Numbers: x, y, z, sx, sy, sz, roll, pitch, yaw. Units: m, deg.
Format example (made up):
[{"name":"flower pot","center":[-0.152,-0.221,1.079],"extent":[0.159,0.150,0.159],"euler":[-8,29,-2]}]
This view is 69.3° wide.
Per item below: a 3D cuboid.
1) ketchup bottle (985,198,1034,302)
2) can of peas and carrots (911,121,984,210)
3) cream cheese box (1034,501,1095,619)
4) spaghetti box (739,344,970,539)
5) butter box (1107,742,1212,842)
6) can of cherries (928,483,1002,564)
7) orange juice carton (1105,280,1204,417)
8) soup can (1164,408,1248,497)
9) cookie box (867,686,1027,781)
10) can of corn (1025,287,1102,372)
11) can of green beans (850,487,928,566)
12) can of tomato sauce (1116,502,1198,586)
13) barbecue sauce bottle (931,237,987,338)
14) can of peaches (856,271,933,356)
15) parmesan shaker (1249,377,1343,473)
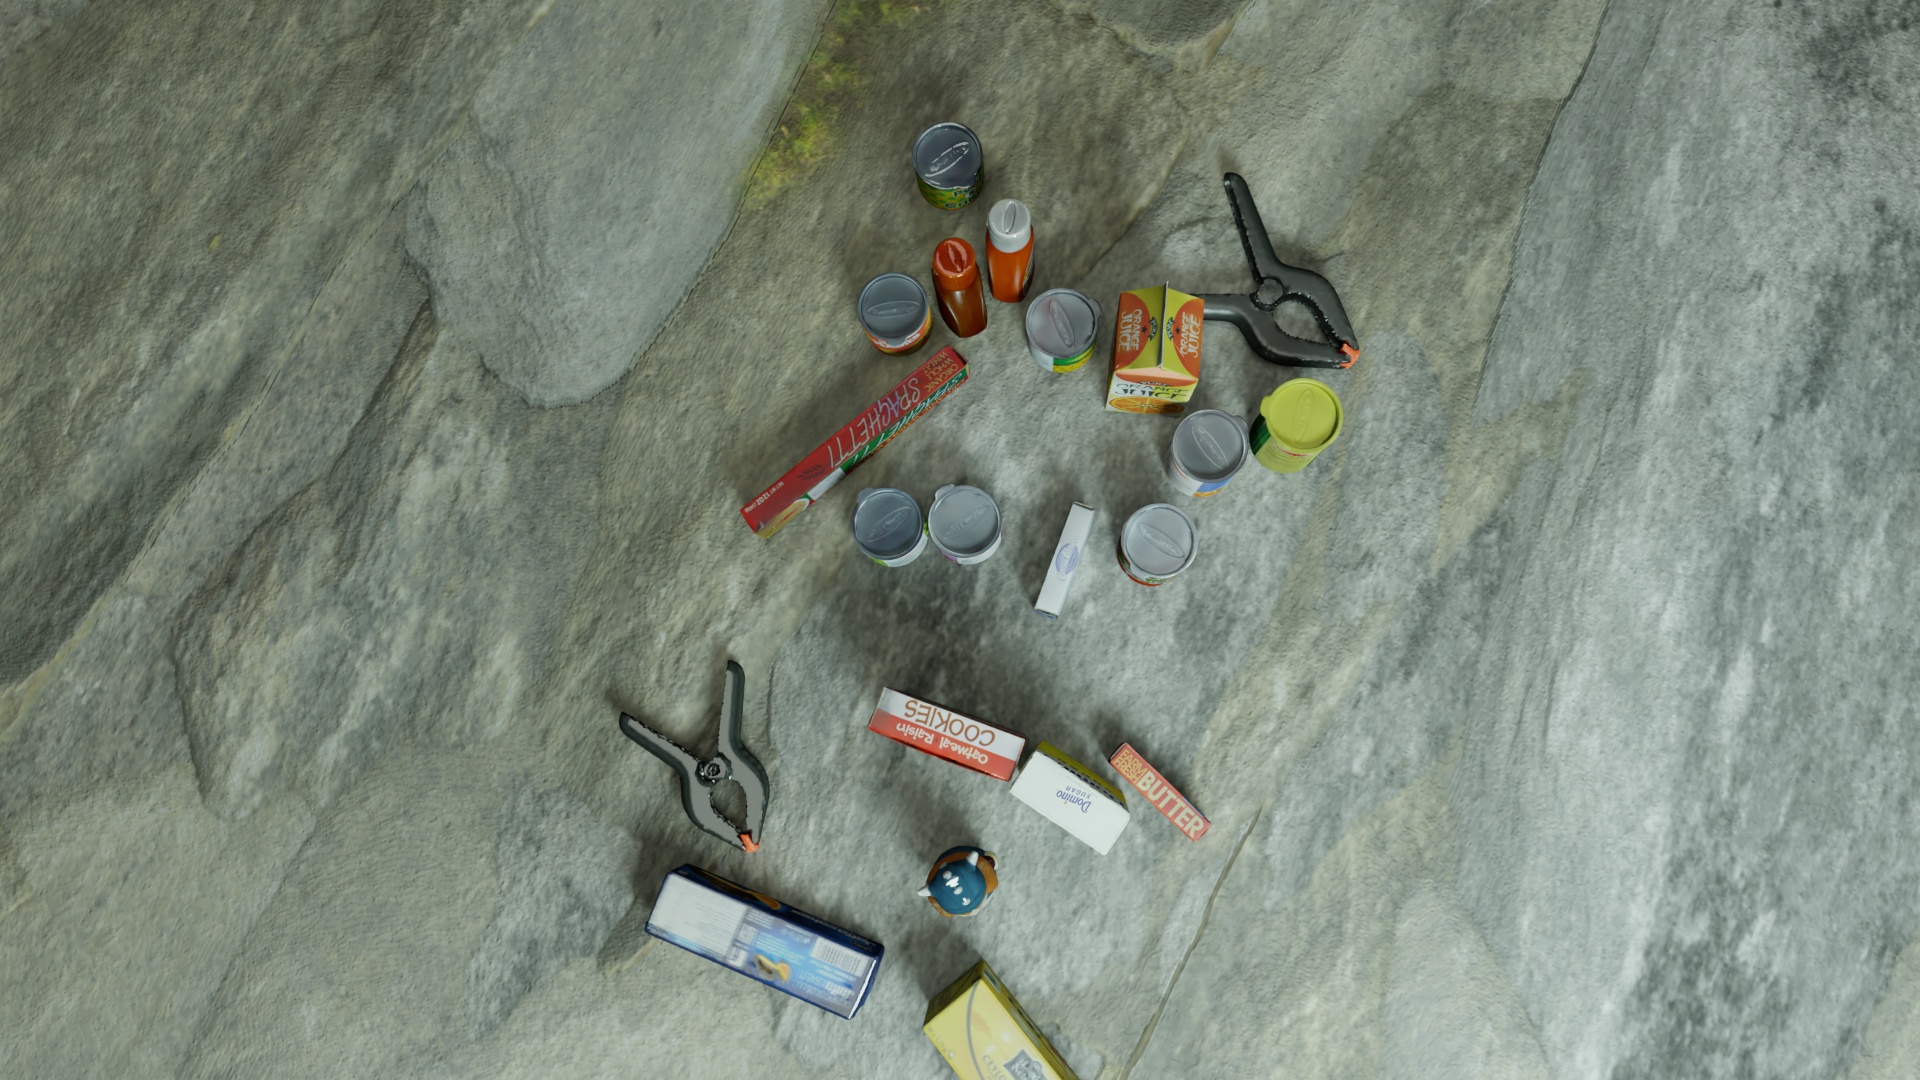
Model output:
[{"name":"ketchup bottle","center":[0.044,-0.264,1.251],"extent":[0.043,0.148,0.065],"euler":[8,83,4]},{"name":"can of peas and carrots","center":[-0.009,-0.351,1.311],"extent":[0.071,0.058,0.071],"euler":[0,82,3]},{"name":"cream cheese box","center":[0.094,0.020,1.258],"extent":[0.024,0.053,0.104],"euler":[20,84,5]},{"name":"spaghetti box","center":[-0.095,-0.091,1.284],"extent":[0.250,0.050,0.029],"euler":[-39,82,-3]},{"name":"butter box","center":[0.174,0.221,1.226],"extent":[0.103,0.053,0.024],"euler":[43,87,7]},{"name":"can of cherries","center":[0.005,-0.016,1.265],"extent":[0.071,0.058,0.071],"euler":[0,82,3]},{"name":"orange juice carton","center":[0.169,-0.164,1.209],"extent":[0.073,0.192,0.072],"euler":[6,83,4]},{"name":"soup can","center":[0.222,-0.079,1.249],"extent":[0.071,0.083,0.071],"euler":[0,83,3]},{"name":"cookie box","center":[-0.007,0.165,1.185],"extent":[0.123,0.167,0.040],"euler":[19,84,5]},{"name":"can of corn","center":[0.096,-0.194,1.285],"extent":[0.071,0.058,0.071],"euler":[0,82,3]},{"name":"can of green beans","center":[-0.064,-0.011,1.268],"extent":[0.071,0.058,0.071],"euler":[0,82,3]},{"name":"can of tomato sauce","center":[0.174,0.007,1.240],"extent":[0.071,0.083,0.071],"euler":[0,83,3]},{"name":"barbecue sauce bottle","center":[-0.002,-0.231,1.249],"extent":[0.044,0.148,0.065],"euler":[-22,82,0]},{"name":"can of peaches","center":[-0.060,-0.208,1.295],"extent":[0.071,0.058,0.071],"euler":[0,82,3]},{"name":"parmesan shaker","center":[0.295,-0.102,1.239],"extent":[0.071,0.103,0.071],"euler":[0,83,3]}]
